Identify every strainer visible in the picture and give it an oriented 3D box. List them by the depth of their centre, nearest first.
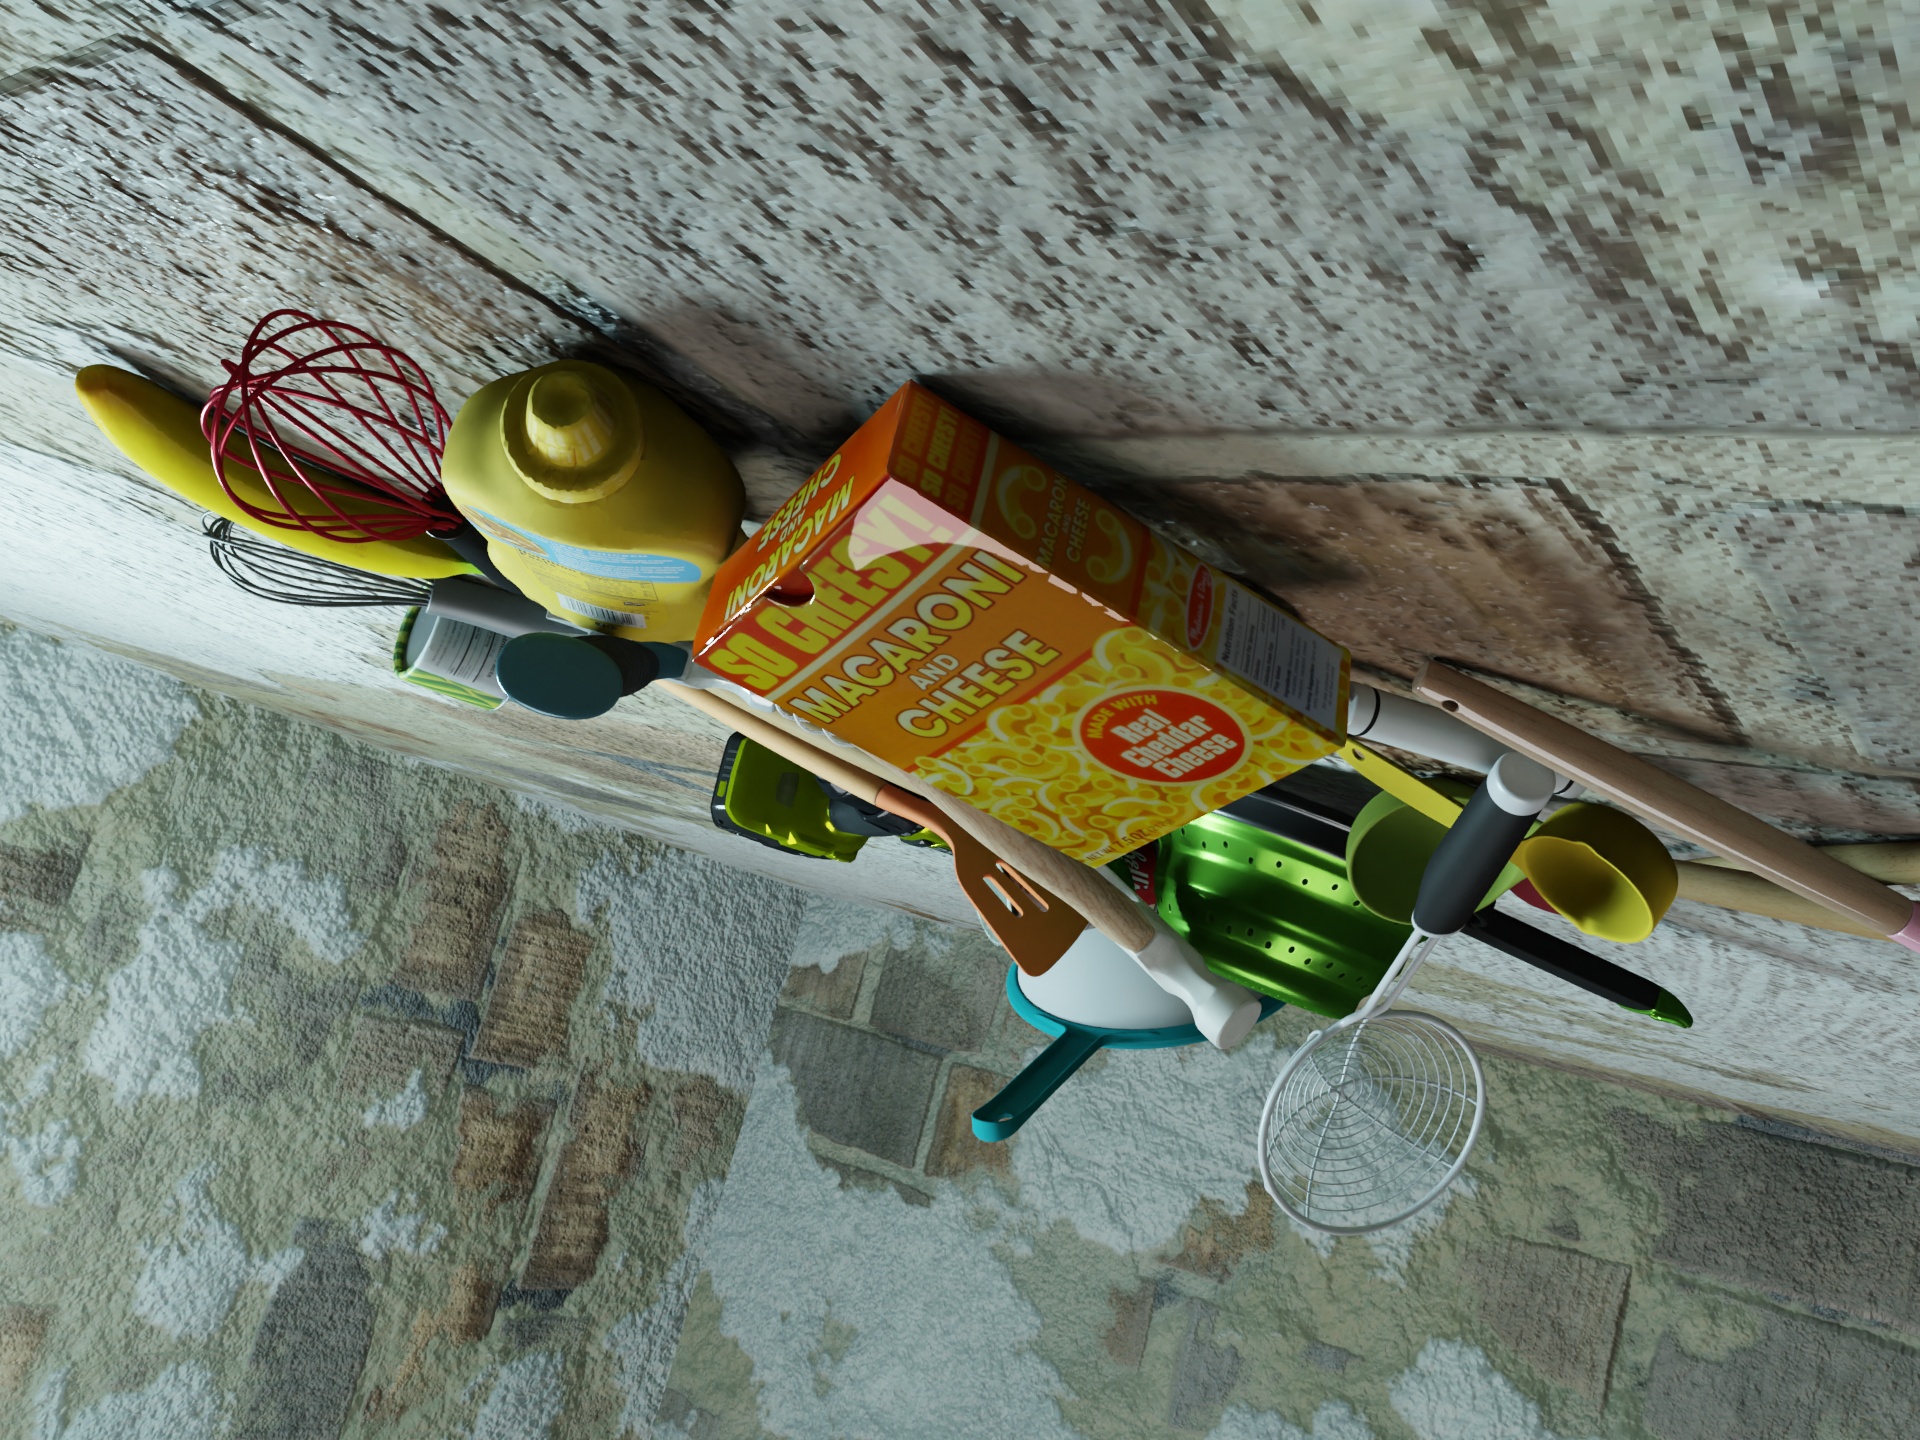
[{"bbox_3d":[0.137,-0.005,0.578,0.258,0.050,0.087,15,157,-17],"label":"strainer"},{"bbox_3d":[0.098,0.157,1.058,0.211,0.095,0.340,3,-161,33],"label":"strainer"}]

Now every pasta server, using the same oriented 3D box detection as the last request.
[{"bbox_3d":[0.297,0.061,0.545,0.316,0.040,0.060,27,141,0],"label":"pasta server"}]

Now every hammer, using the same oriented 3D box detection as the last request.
[{"bbox_3d":[0.032,0.054,0.687,0.130,0.031,0.331,42,180,36],"label":"hammer"},{"bbox_3d":[-0.153,-0.026,0.734,0.128,0.033,0.331,16,-177,-3],"label":"hammer"}]

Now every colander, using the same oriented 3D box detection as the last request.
[{"bbox_3d":[0.242,0.131,0.880,0.396,0.094,0.204,24,174,-18],"label":"colander"}]

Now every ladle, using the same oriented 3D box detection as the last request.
[{"bbox_3d":[0.305,0.076,0.640,0.320,0.062,0.078,10,136,42],"label":"ladle"},{"bbox_3d":[0.338,0.068,0.705,0.069,0.031,0.315,19,168,-11],"label":"ladle"}]

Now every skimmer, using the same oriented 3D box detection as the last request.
[{"bbox_3d":[0.210,0.137,0.701,0.127,0.090,0.363,-16,150,-10],"label":"skimmer"}]

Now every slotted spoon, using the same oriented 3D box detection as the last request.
[{"bbox_3d":[-0.038,0.025,0.894,0.314,0.031,0.070,25,-178,16],"label":"slotted spoon"}]

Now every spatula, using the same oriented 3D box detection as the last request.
[{"bbox_3d":[-0.067,0.039,0.939,0.323,0.081,0.041,28,140,19],"label":"spatula"}]

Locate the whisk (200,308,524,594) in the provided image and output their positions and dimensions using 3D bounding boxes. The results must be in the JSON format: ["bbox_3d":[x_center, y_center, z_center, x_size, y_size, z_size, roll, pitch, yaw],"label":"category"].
[{"bbox_3d":[-0.204,-0.086,0.613,0.073,0.073,0.295,15,175,3],"label":"whisk"}]

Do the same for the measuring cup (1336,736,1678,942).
[{"bbox_3d":[0.221,0.036,0.654,0.157,0.029,0.062,35,158,40],"label":"measuring cup"}]

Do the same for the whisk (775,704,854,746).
[{"bbox_3d":[-0.002,-0.002,0.762,0.070,0.070,0.284,11,174,27],"label":"whisk"}]

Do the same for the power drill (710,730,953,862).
[{"bbox_3d":[-0.072,0.053,1.111,0.190,0.080,0.228,23,165,-40],"label":"power drill"}]

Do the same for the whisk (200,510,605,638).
[{"bbox_3d":[-0.283,-0.071,0.859,0.238,0.055,0.055,15,171,-23],"label":"whisk"}]
